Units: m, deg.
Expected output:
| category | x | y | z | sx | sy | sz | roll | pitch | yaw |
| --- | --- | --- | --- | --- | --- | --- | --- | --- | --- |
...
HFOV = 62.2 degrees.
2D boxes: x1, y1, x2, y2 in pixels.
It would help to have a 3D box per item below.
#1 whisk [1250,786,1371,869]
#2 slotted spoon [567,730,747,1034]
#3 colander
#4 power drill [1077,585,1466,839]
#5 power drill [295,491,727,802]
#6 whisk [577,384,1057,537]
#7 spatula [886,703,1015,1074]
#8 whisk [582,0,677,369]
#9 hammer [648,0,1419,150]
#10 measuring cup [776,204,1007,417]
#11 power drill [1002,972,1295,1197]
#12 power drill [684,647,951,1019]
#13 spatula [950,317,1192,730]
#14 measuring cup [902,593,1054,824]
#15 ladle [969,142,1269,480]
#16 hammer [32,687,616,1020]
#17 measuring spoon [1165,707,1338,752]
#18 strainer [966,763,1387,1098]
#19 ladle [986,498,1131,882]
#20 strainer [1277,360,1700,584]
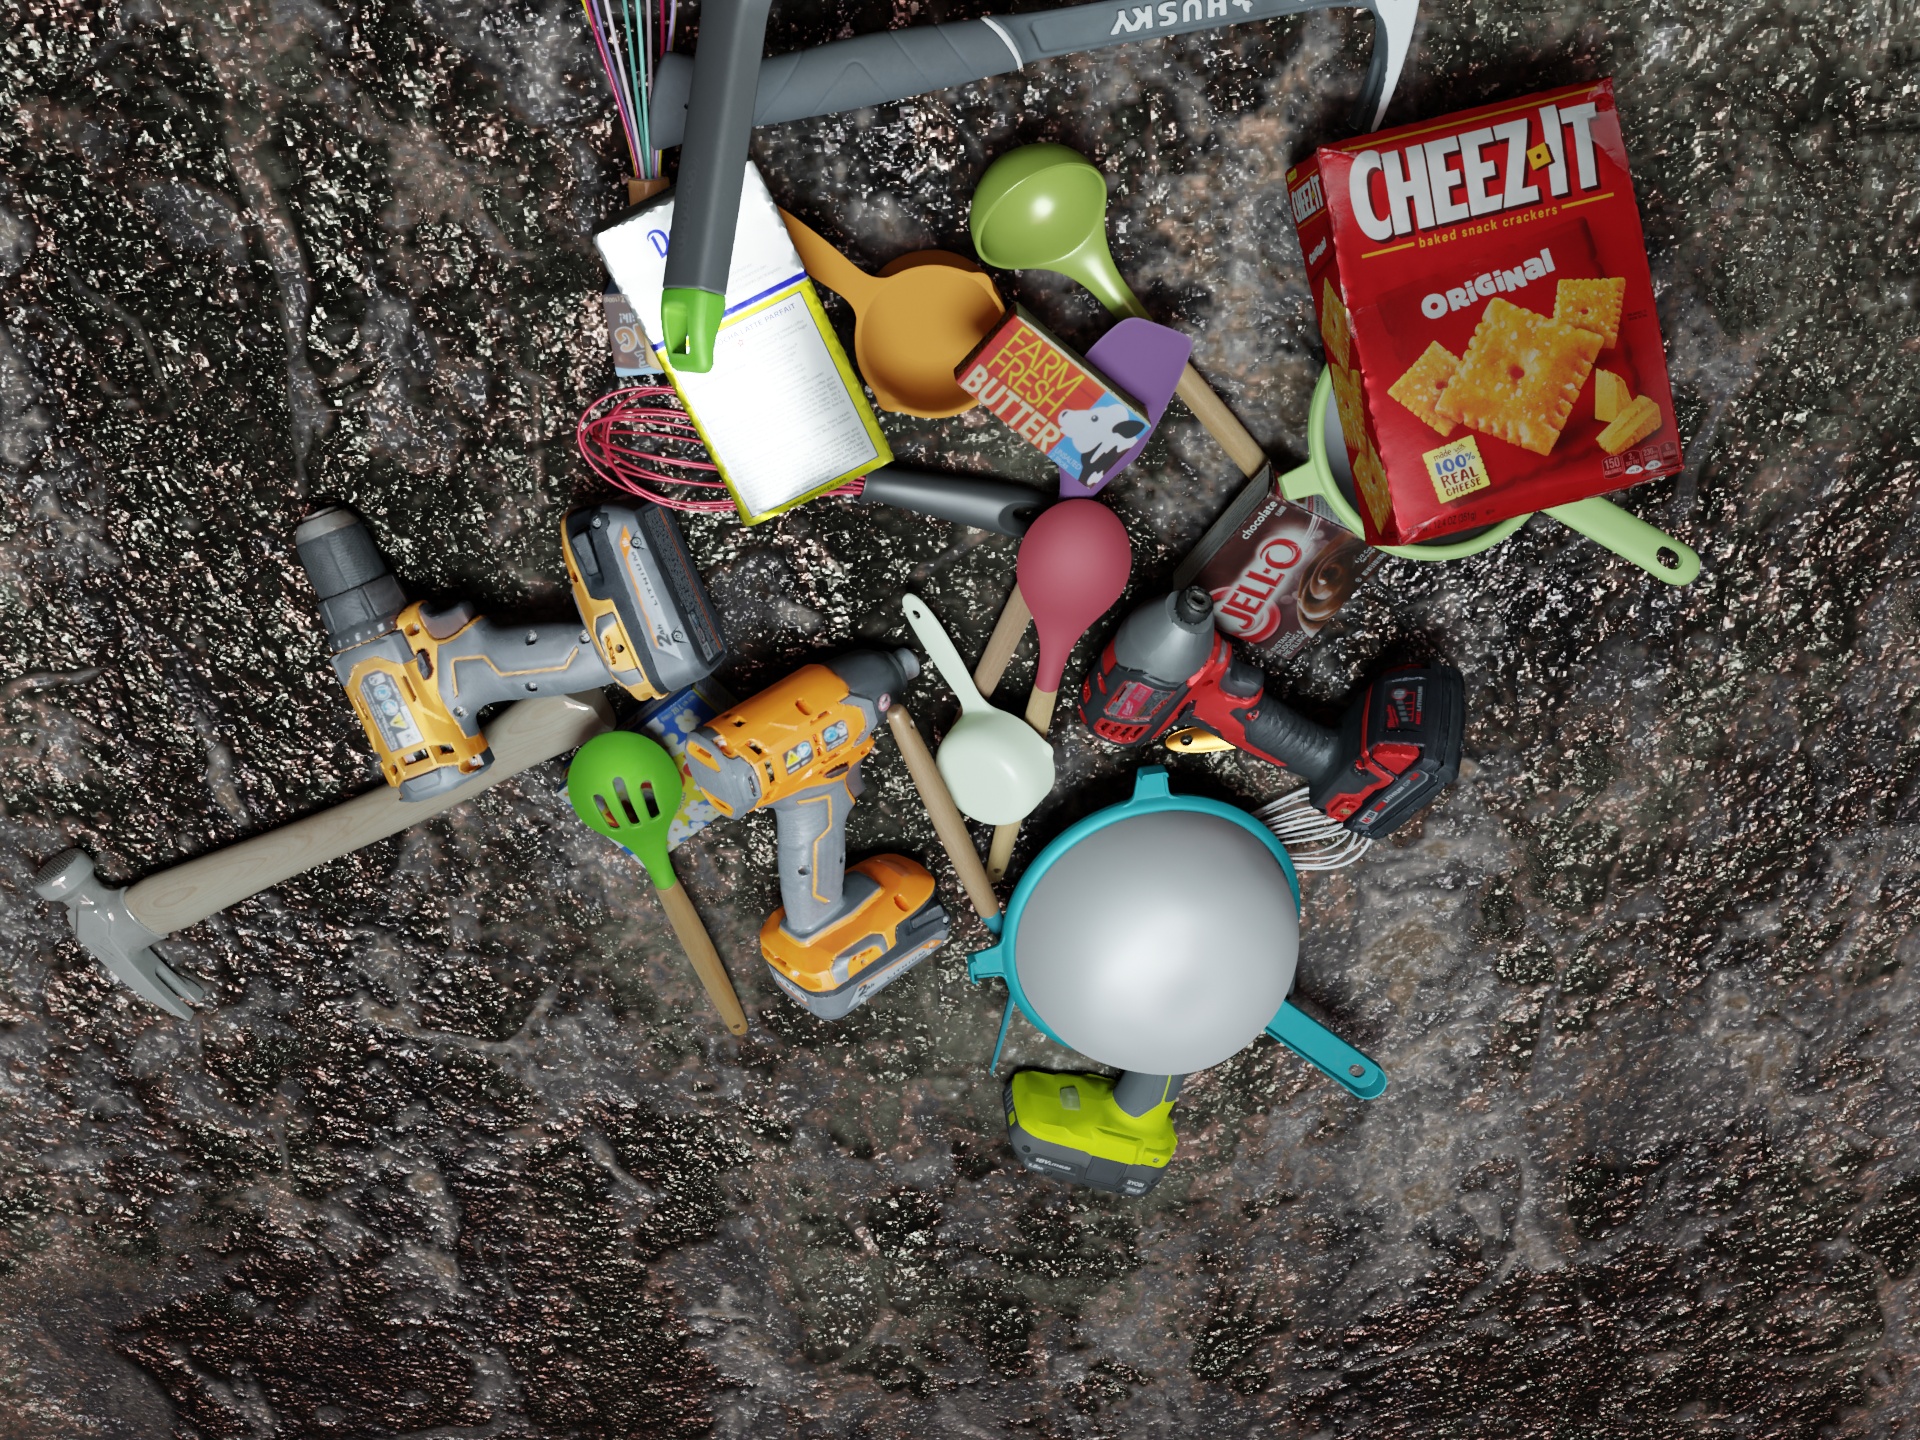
| category | x | y | z | sx | sy | sz | roll | pitch | yaw |
| --- | --- | --- | --- | --- | --- | --- | --- | --- | --- |
| whisk | 0.165 | 0.091 | 1.112 | 0.246 | 0.058 | 0.059 | -11 | 87 | 7 |
| slotted spoon | -0.191 | 0.125 | 1.085 | 0.070 | 0.031 | 0.313 | -17 | 135 | -3 |
| colander | -0.067 | -0.353 | 0.729 | 0.094 | 0.205 | 0.397 | 3 | 100 | -42 |
| power drill | 0.195 | -0.012 | 0.996 | 0.219 | 0.079 | 0.143 | 19 | 147 | -6 |
| power drill | -0.278 | -0.068 | 0.959 | 0.226 | 0.084 | 0.185 | -20 | 103 | 11 |
| whisk | -0.078 | -0.146 | 0.945 | 0.295 | 0.073 | 0.073 | 9 | 121 | -16 |
| spatula | 0.001 | 0.112 | 1.068 | 0.044 | 0.082 | 0.317 | -6 | 129 | 22 |
| whisk | -0.169 | -0.306 | 0.829 | 0.047 | 0.051 | 0.244 | -16 | 120 | -27 |
| hammer | 0.041 | -0.344 | 0.811 | 0.409 | 0.036 | 0.149 | -12 | 124 | -4 |
| measuring cup | -0.049 | -0.243 | 0.888 | 0.173 | 0.052 | 0.095 | 33 | 115 | -19 |
| power drill | 0.123 | 0.238 | 1.181 | 0.171 | 0.080 | 0.223 | 17 | 115 | -14 |
| power drill | -0.076 | 0.065 | 1.040 | 0.164 | 0.084 | 0.226 | -33 | 128 | -28 |
| spatula | 0.052 | -0.106 | 0.972 | 0.059 | 0.018 | 0.315 | 14 | 128 | -14 |
| measuring cup | -0.002 | -0.003 | 1.016 | 0.083 | 0.038 | 0.167 | -10 | 119 | 42 |
| ladle | 0.122 | -0.202 | 0.920 | 0.078 | 0.062 | 0.319 | -33 | 120 | 24 |
| hammer | -0.412 | 0.079 | 1.076 | 0.410 | 0.038 | 0.146 | -23 | 121 | 11 |
| measuring spoon | 0.197 | 0.006 | 1.079 | 0.117 | 0.011 | 0.021 | -8 | 115 | 6 |
| strainer | 0.185 | 0.194 | 1.072 | 0.340 | 0.095 | 0.211 | 36 | 104 | -23 |
| ladle | 0.049 | -0.004 | 1.030 | 0.069 | 0.031 | 0.315 | 7 | 131 | -6 |
| strainer | 0.316 | -0.147 | 0.940 | 0.256 | 0.069 | 0.151 | 27 | 94 | -9 |
